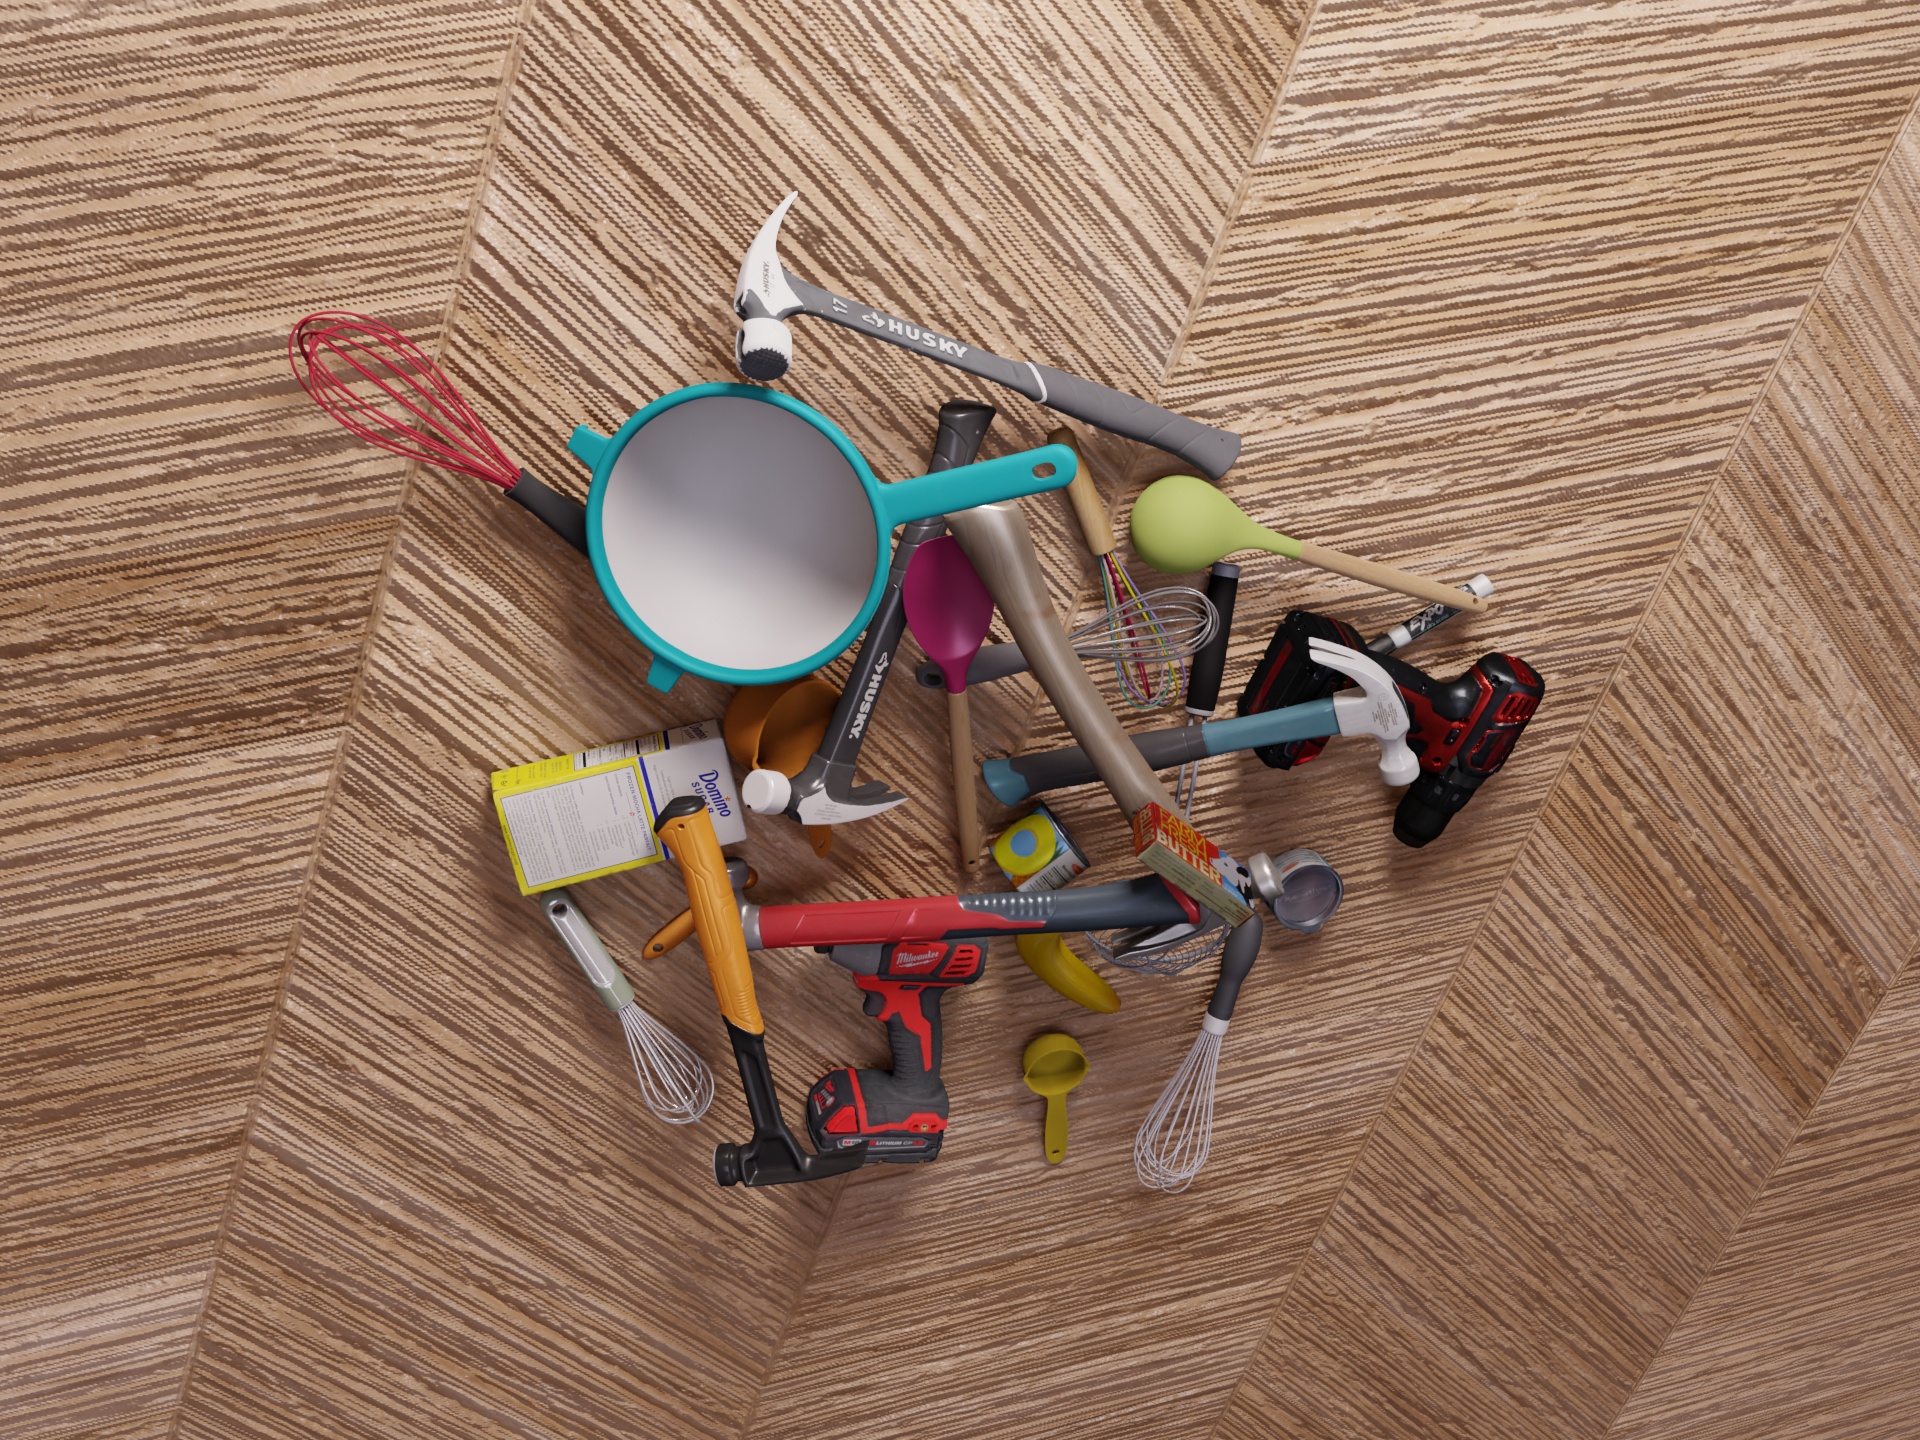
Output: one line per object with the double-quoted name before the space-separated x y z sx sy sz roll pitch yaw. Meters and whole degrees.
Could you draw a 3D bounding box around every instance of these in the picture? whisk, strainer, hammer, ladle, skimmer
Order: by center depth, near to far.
"whisk" -0.320 -0.175 1.084 0.295 0.073 0.073 37 101 -32
"strainer" -0.085 -0.149 1.098 0.340 0.095 0.211 -11 110 11
"hammer" 0.033 -0.247 1.118 0.408 0.149 0.036 14 147 -28
"hammer" -0.047 -0.078 1.177 0.146 0.035 0.335 12 102 -51
"hammer" 0.093 0.009 1.194 0.146 0.038 0.410 -27 115 14
"whisk" 0.078 -0.057 1.208 0.239 0.055 0.055 -11 118 15
"whisk" 0.115 -0.112 1.229 0.051 0.047 0.244 -26 113 -4
"hammer" -0.166 0.213 1.233 0.127 0.034 0.336 -9 110 10
"hammer" -0.007 0.168 1.240 0.386 0.038 0.143 -4 104 8
"hammer" 0.179 0.020 1.241 0.331 0.033 0.128 -12 118 16
"ladle" 0.279 -0.124 1.253 0.320 0.062 0.078 13 75 -22
"whisk" -0.271 0.233 1.286 0.058 0.059 0.246 -32 113 -12
"skimmer" 0.183 0.045 1.320 0.127 0.090 0.363 9 102 0
"whisk" 0.221 0.300 1.435 0.070 0.070 0.284 11 106 -18

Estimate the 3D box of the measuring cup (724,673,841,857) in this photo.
"measuring cup" -0.131 0.033 1.222 0.095 0.052 0.173 -36 138 -30

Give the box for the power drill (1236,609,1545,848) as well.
"power drill" 0.346 0.013 1.310 0.226 0.080 0.187 13 122 -18

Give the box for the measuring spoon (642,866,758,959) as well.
"measuring spoon" -0.211 0.158 1.285 0.117 0.011 0.021 -38 117 5

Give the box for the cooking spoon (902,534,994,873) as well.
"cooking spoon" -0.002 -0.004 1.225 0.068 0.017 0.318 -12 127 -10

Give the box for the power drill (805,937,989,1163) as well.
"power drill" -0.064 0.258 1.334 0.143 0.079 0.219 5 110 -16

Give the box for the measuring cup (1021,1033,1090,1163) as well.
"measuring cup" 0.083 0.342 1.440 0.062 0.029 0.156 -9 128 -10
